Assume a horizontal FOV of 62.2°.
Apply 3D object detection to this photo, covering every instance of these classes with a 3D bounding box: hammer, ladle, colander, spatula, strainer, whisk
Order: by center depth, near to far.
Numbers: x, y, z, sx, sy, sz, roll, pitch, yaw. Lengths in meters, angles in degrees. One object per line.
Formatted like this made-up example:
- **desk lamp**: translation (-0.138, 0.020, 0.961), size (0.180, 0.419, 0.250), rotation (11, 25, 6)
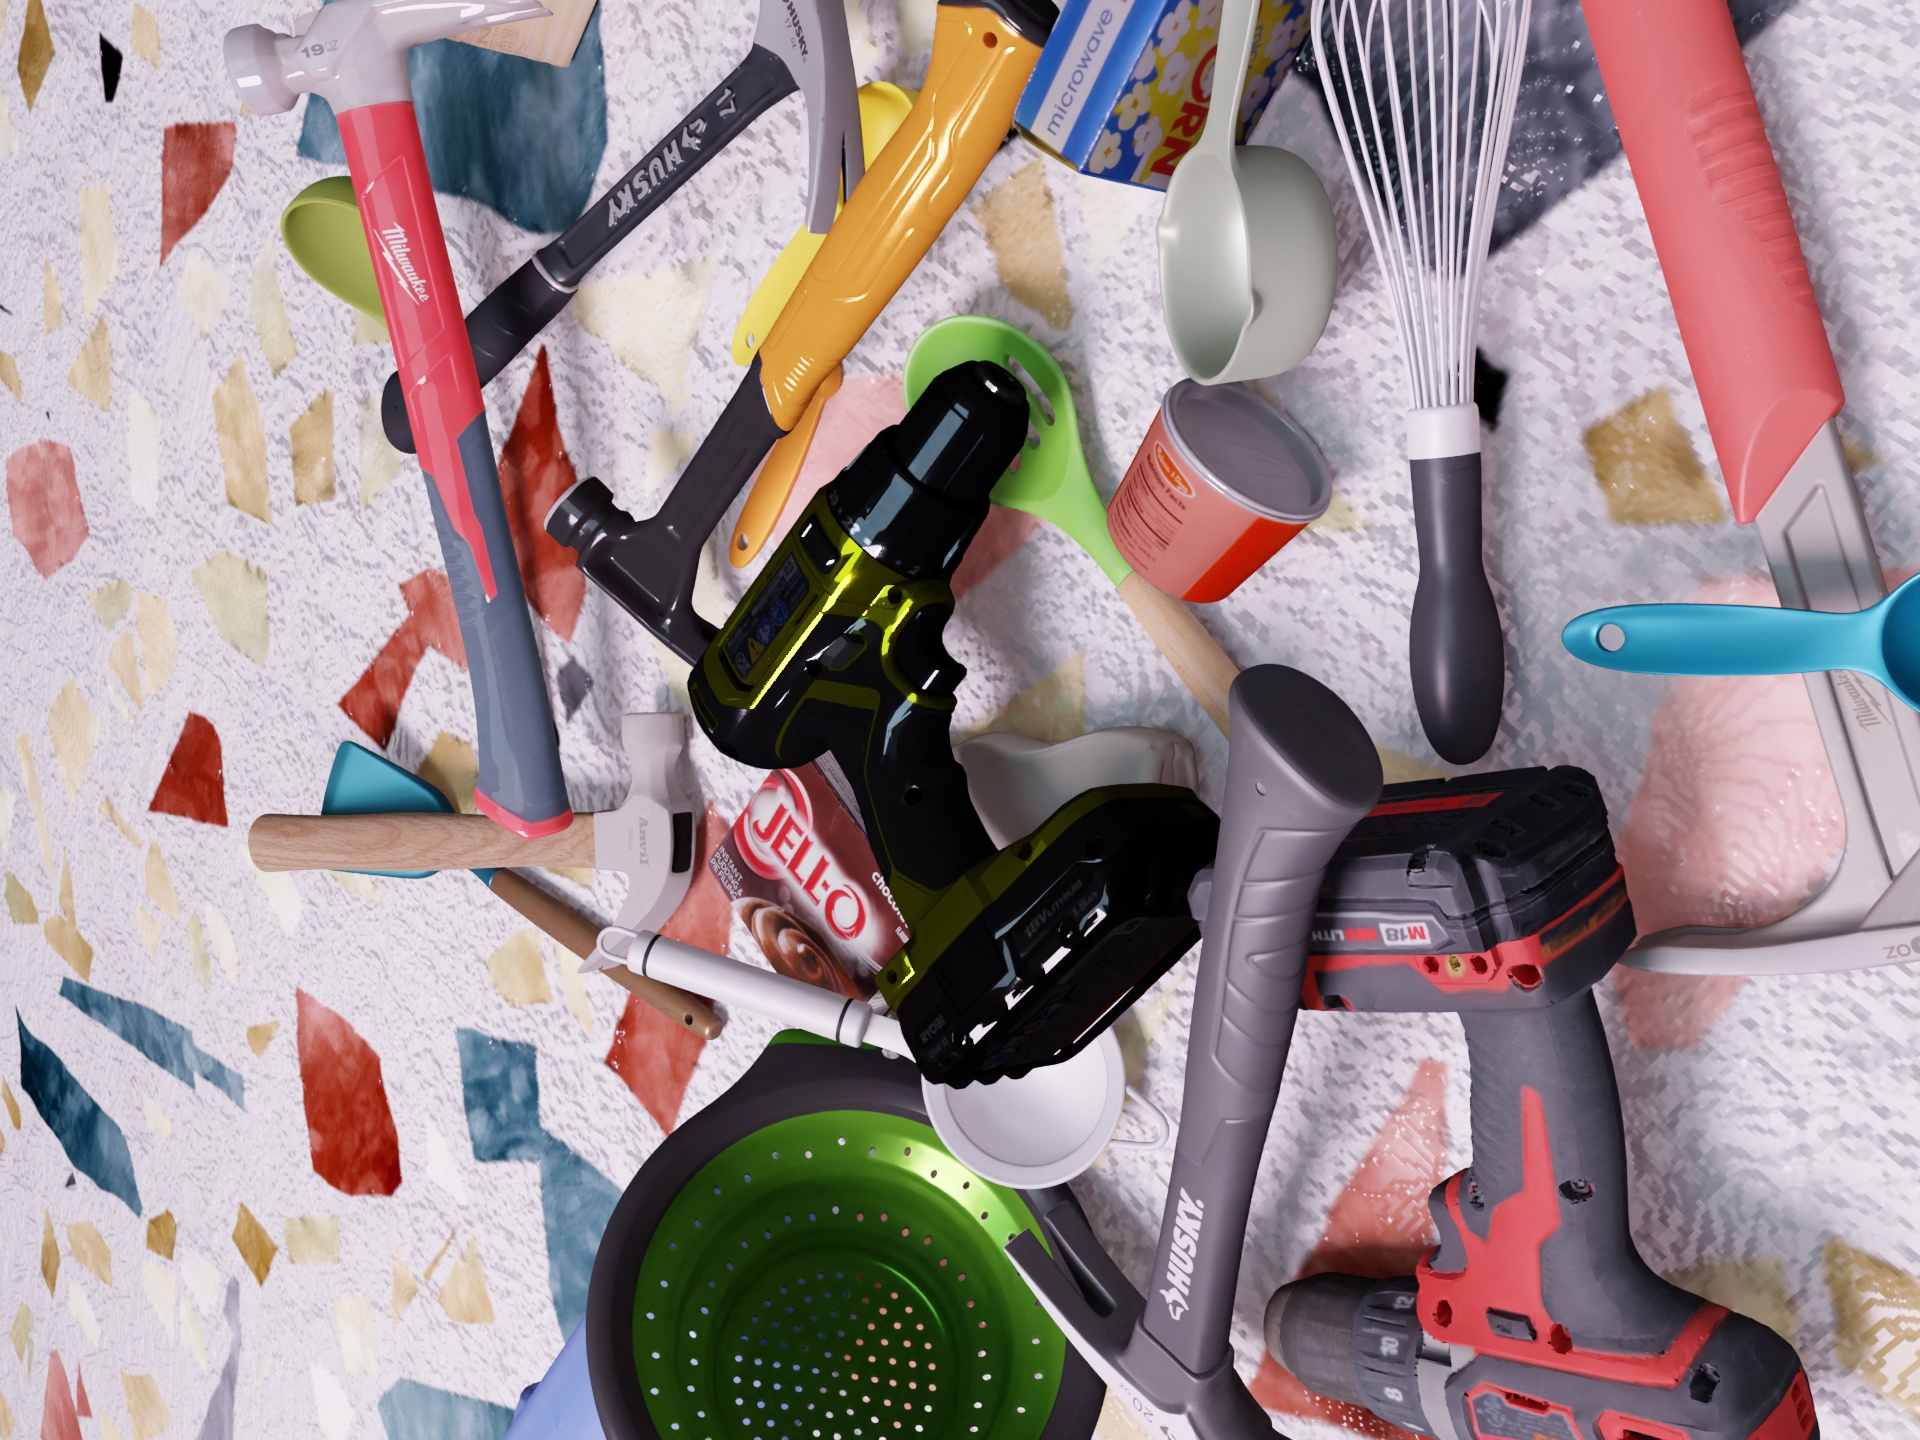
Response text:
- **hammer**: translation (0.220, -0.106, 0.460), size (0.149, 0.036, 0.359), rotation (-18, 86, 40)
- **whisk**: translation (0.150, -0.124, 0.504), size (0.070, 0.070, 0.284), rotation (2, 103, 40)
- **hammer**: translation (0.080, 0.125, 0.507), size (0.146, 0.035, 0.334), rotation (35, 138, 37)
- **colander**: translation (-0.055, 0.315, 0.598), size (0.094, 0.204, 0.397), rotation (103, 176, -50)
- **hammer**: translation (-0.057, -0.142, 0.634), size (0.127, 0.034, 0.336), rotation (42, 131, -1)
- **strainer**: translation (-0.036, 0.128, 0.666), size (0.258, 0.050, 0.087), rotation (16, 89, 12)
- **hammer**: translation (-0.223, -0.134, 0.746), size (0.143, 0.038, 0.386), rotation (-9, 102, 4)
- **hammer**: translation (-0.182, -0.219, 0.762), size (0.409, 0.036, 0.149), rotation (-22, 82, 45)
- **ladle**: translation (-0.267, -0.115, 0.818), size (0.078, 0.062, 0.320), rotation (-2, 109, 32)
- **hammer**: translation (-0.277, 0.069, 0.869), size (0.331, 0.031, 0.130), rotation (-4, 88, 32)
- **spatula**: translation (-0.249, 0.102, 0.882), size (0.318, 0.044, 0.082), rotation (24, 104, 34)

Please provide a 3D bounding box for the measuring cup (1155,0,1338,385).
- **measuring cup**: translation (0.099, -0.188, 0.502), size (0.083, 0.038, 0.167), rotation (-115, 24, -52)

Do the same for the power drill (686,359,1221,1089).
- **power drill**: translation (-0.001, -0.002, 0.589), size (0.190, 0.080, 0.229), rotation (-50, 56, 29)

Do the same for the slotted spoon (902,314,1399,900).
- **slotted spoon**: translation (0.079, -0.033, 0.597), size (0.314, 0.031, 0.070), rotation (54, 126, 18)

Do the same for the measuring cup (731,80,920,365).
- **measuring cup**: translation (-0.054, -0.205, 0.684), size (0.156, 0.029, 0.062), rotation (-42, 67, 43)

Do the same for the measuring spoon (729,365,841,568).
- **measuring spoon**: translation (-0.084, -0.117, 0.729), size (0.021, 0.011, 0.117), rotation (46, 123, 25)

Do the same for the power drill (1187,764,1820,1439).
- **power drill**: translation (0.152, 0.139, 0.515), size (0.188, 0.080, 0.226), rotation (-12, 99, 52)

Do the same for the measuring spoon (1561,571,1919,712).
- **measuring spoon**: translation (0.230, -0.023, 0.437), size (0.129, 0.021, 0.042), rotation (5, 103, 48)
